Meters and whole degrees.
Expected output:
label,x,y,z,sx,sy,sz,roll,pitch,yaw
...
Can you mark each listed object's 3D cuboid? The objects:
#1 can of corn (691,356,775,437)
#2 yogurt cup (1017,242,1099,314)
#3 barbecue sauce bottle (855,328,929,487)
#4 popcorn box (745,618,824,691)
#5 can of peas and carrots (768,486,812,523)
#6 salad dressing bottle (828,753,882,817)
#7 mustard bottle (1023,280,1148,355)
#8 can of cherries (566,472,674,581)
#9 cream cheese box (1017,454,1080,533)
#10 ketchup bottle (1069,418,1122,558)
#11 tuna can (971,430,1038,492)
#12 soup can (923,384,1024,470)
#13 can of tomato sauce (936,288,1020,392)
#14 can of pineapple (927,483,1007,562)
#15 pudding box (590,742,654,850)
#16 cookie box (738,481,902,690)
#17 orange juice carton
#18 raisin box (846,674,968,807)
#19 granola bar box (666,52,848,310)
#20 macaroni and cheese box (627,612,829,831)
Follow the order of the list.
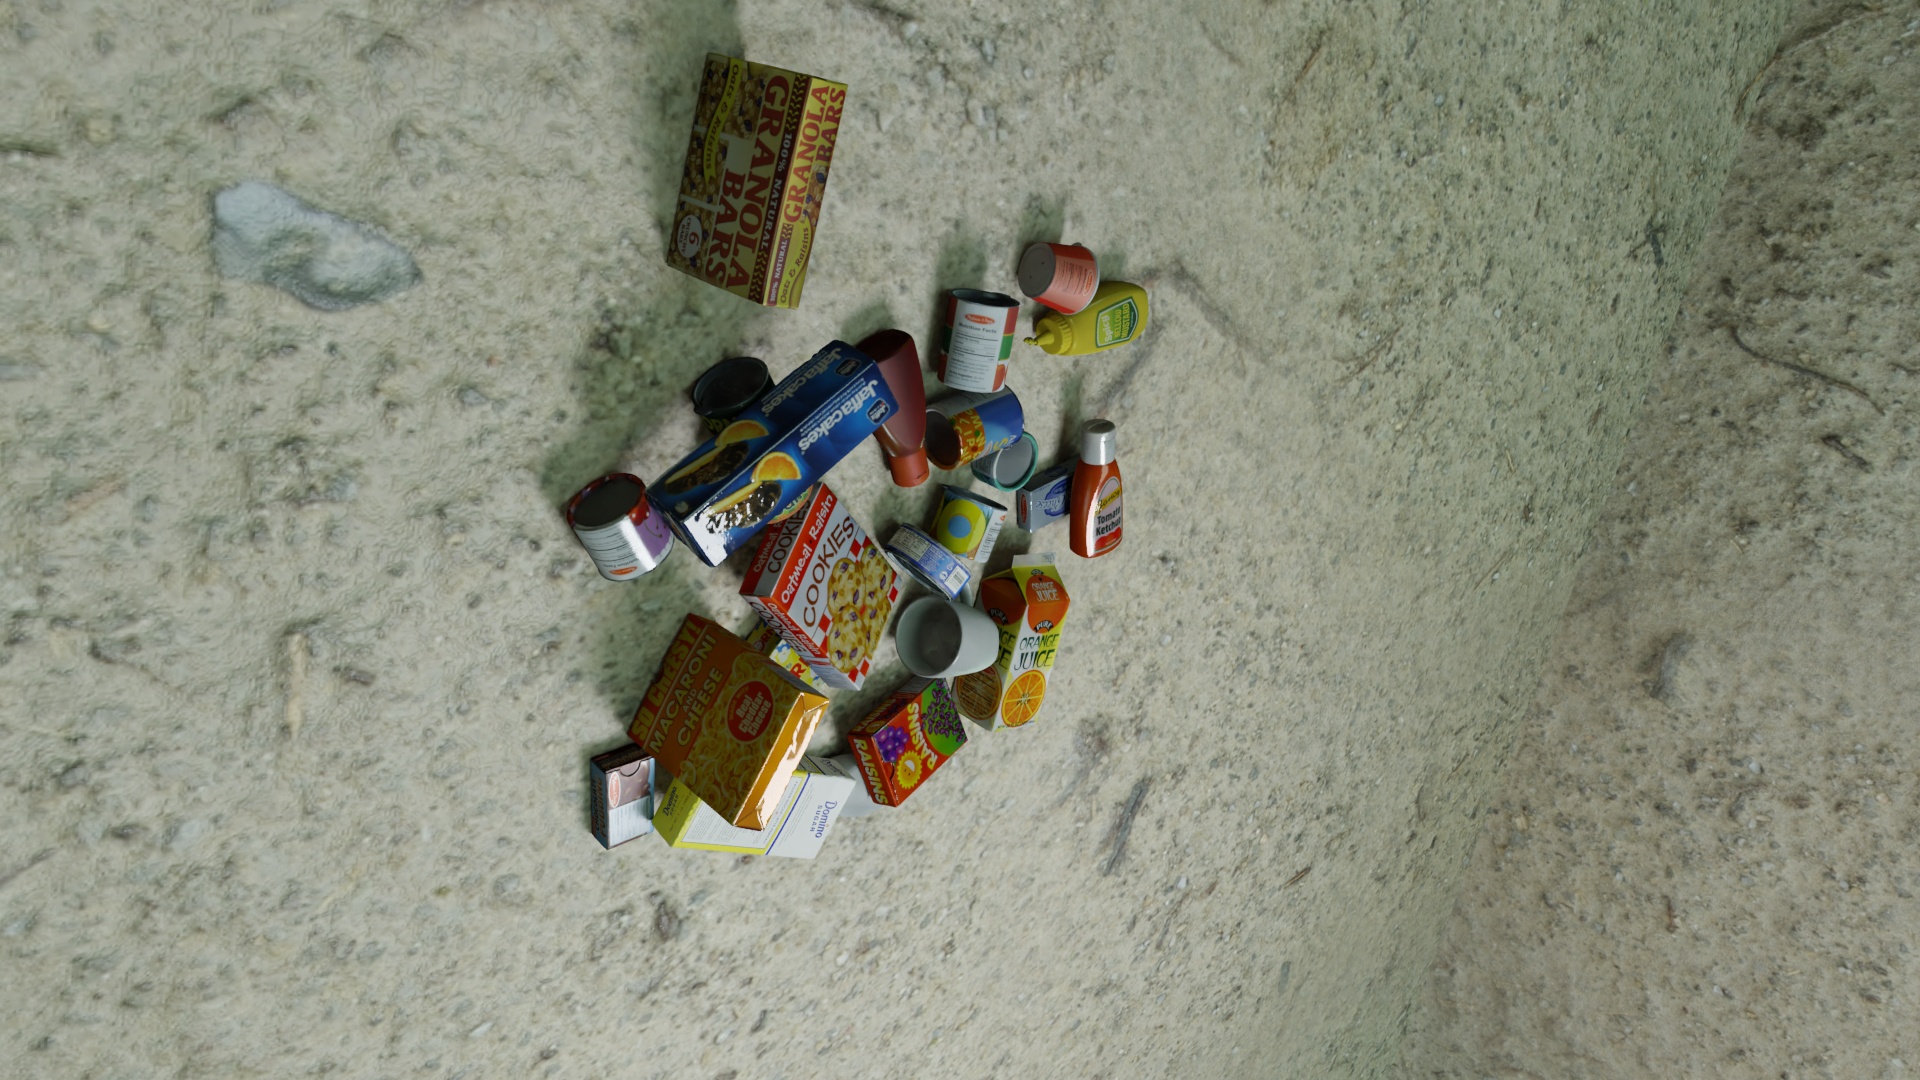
label,x,y,z,sx,sy,sz,roll,pitch,yaw
can of corn,-0.179,-0.105,1.134,0.071,0.071,0.058,-43,137,-21
yogurt cup,0.093,-0.256,1.344,0.054,0.072,0.072,6,107,-39
barbecue sauce bottle,-0.059,-0.117,1.274,0.065,0.044,0.147,-37,134,-27
popcorn box,-0.184,0.142,1.286,0.127,0.038,0.085,-54,139,-11
can of peas and carrots,-0.164,-0.056,1.174,0.071,0.071,0.058,-48,139,-16
salad dressing bottle,-0.134,0.244,1.393,0.147,0.044,0.064,17,94,-48
mustard bottle,0.124,-0.218,1.409,0.161,0.049,0.065,-26,126,-36
can of cherries,-0.268,-0.013,1.095,0.072,0.071,0.058,-42,135,-22
cream cheese box,0.104,-0.051,1.498,0.104,0.024,0.053,-27,130,-35
ketchup bottle,0.145,-0.057,1.484,0.065,0.043,0.148,-27,129,-35
tuna can,0.047,-0.084,1.413,0.071,0.033,0.070,-24,127,-36
soup can,0.010,-0.108,1.333,0.084,0.071,0.071,-26,128,-35
can of tomato sauce,0.016,-0.188,1.299,0.071,0.071,0.082,-11,119,-43
can of pineapple,0.005,-0.017,1.381,0.071,0.071,0.057,12,102,-49
pudding box,-0.296,0.224,1.219,0.050,0.030,0.083,-16,122,-40
cookie box,-0.124,0.042,1.264,0.167,0.040,0.123,54,47,-46
orange juice carton,0.057,0.103,1.495,0.072,0.073,0.192,-1,111,-46
raisin box,-0.052,0.202,1.422,0.124,0.040,0.086,-37,117,-43
granola bar box,-0.154,-0.267,1.028,0.039,0.124,0.165,-2,112,-48
macaroni and cheese box,-0.200,0.150,1.174,0.040,0.167,0.123,27,90,-50
